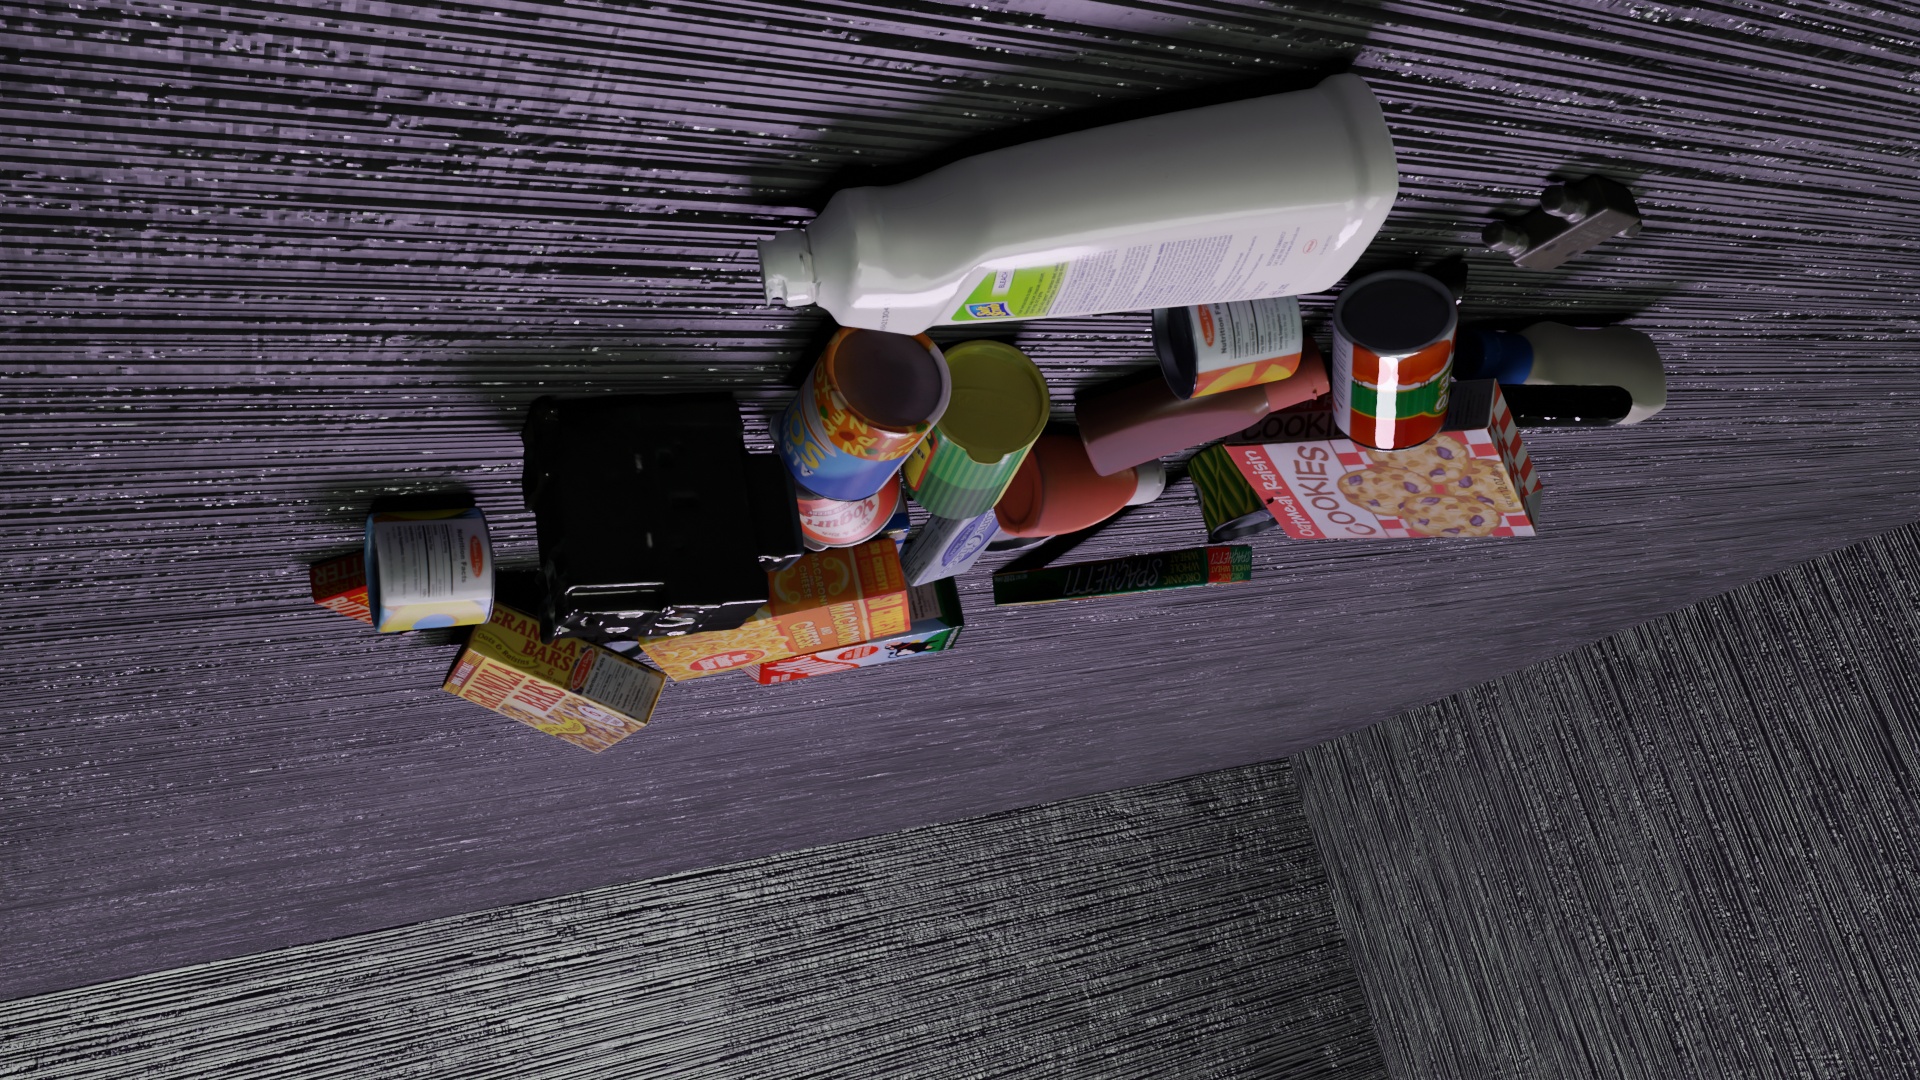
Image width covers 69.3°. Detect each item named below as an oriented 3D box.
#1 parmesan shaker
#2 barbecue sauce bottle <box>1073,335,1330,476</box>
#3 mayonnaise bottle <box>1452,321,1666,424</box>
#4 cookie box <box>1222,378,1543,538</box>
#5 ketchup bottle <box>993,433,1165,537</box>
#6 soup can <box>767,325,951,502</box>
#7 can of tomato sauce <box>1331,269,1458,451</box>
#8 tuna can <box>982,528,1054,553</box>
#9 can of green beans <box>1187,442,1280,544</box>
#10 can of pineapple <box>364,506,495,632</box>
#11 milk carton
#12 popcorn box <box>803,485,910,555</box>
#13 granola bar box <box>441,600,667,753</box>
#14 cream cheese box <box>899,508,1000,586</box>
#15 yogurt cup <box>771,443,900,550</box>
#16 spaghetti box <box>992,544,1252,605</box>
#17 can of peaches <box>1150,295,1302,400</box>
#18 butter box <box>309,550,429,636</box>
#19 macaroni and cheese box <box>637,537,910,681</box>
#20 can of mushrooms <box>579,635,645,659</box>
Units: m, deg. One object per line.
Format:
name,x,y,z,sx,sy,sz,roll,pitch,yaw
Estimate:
parmesan shaker,0.005,-0.056,0.767,0.071,0.071,0.102,-10,163,-14
barbecue sauce bottle,0.147,-0.083,0.843,0.148,0.044,0.064,-18,160,10
mayonnaise bottle,0.393,-0.114,0.915,0.148,0.065,0.041,4,159,-20
cookie box,0.270,-0.047,0.890,0.167,0.040,0.122,-1,149,36
ketchup bottle,0.081,-0.038,0.909,0.043,0.064,0.149,0,-176,40
soup can,-0.052,-0.066,0.700,0.071,0.071,0.083,-6,160,-26
can of tomato sauce,0.246,-0.102,0.784,0.071,0.071,0.082,-15,143,4
tuna can,0.038,-0.016,0.986,0.071,0.033,0.071,-13,163,-4
can of green beans,0.204,-0.037,1.011,0.071,0.058,0.071,-13,163,-4
can of pineapple,-0.293,0.016,0.765,0.058,0.071,0.070,-4,160,-30
milk carton,-0.101,0.057,1.039,0.191,0.073,0.072,-10,163,-13
popcorn box,-0.102,0.000,0.915,0.127,0.038,0.085,-10,164,-15
granola bar box,-0.283,0.097,0.956,0.124,0.039,0.165,27,156,-17
cream cheese box,0.003,-0.012,0.926,0.053,0.024,0.103,-16,153,-43
yogurt cup,-0.073,-0.037,0.782,0.072,0.072,0.053,-16,155,7
spaghetti box,0.121,0.029,1.097,0.050,0.028,0.249,-1,175,-38
can of peaches,0.135,-0.110,0.712,0.058,0.071,0.071,-13,163,-7
butter box,-0.343,0.032,0.845,0.053,0.024,0.103,-16,163,3
macaroni and cheese box,-0.119,0.046,0.911,0.167,0.040,0.123,-12,165,-5
can of mushrooms,-0.261,0.069,1.018,0.071,0.033,0.071,-13,162,-4
